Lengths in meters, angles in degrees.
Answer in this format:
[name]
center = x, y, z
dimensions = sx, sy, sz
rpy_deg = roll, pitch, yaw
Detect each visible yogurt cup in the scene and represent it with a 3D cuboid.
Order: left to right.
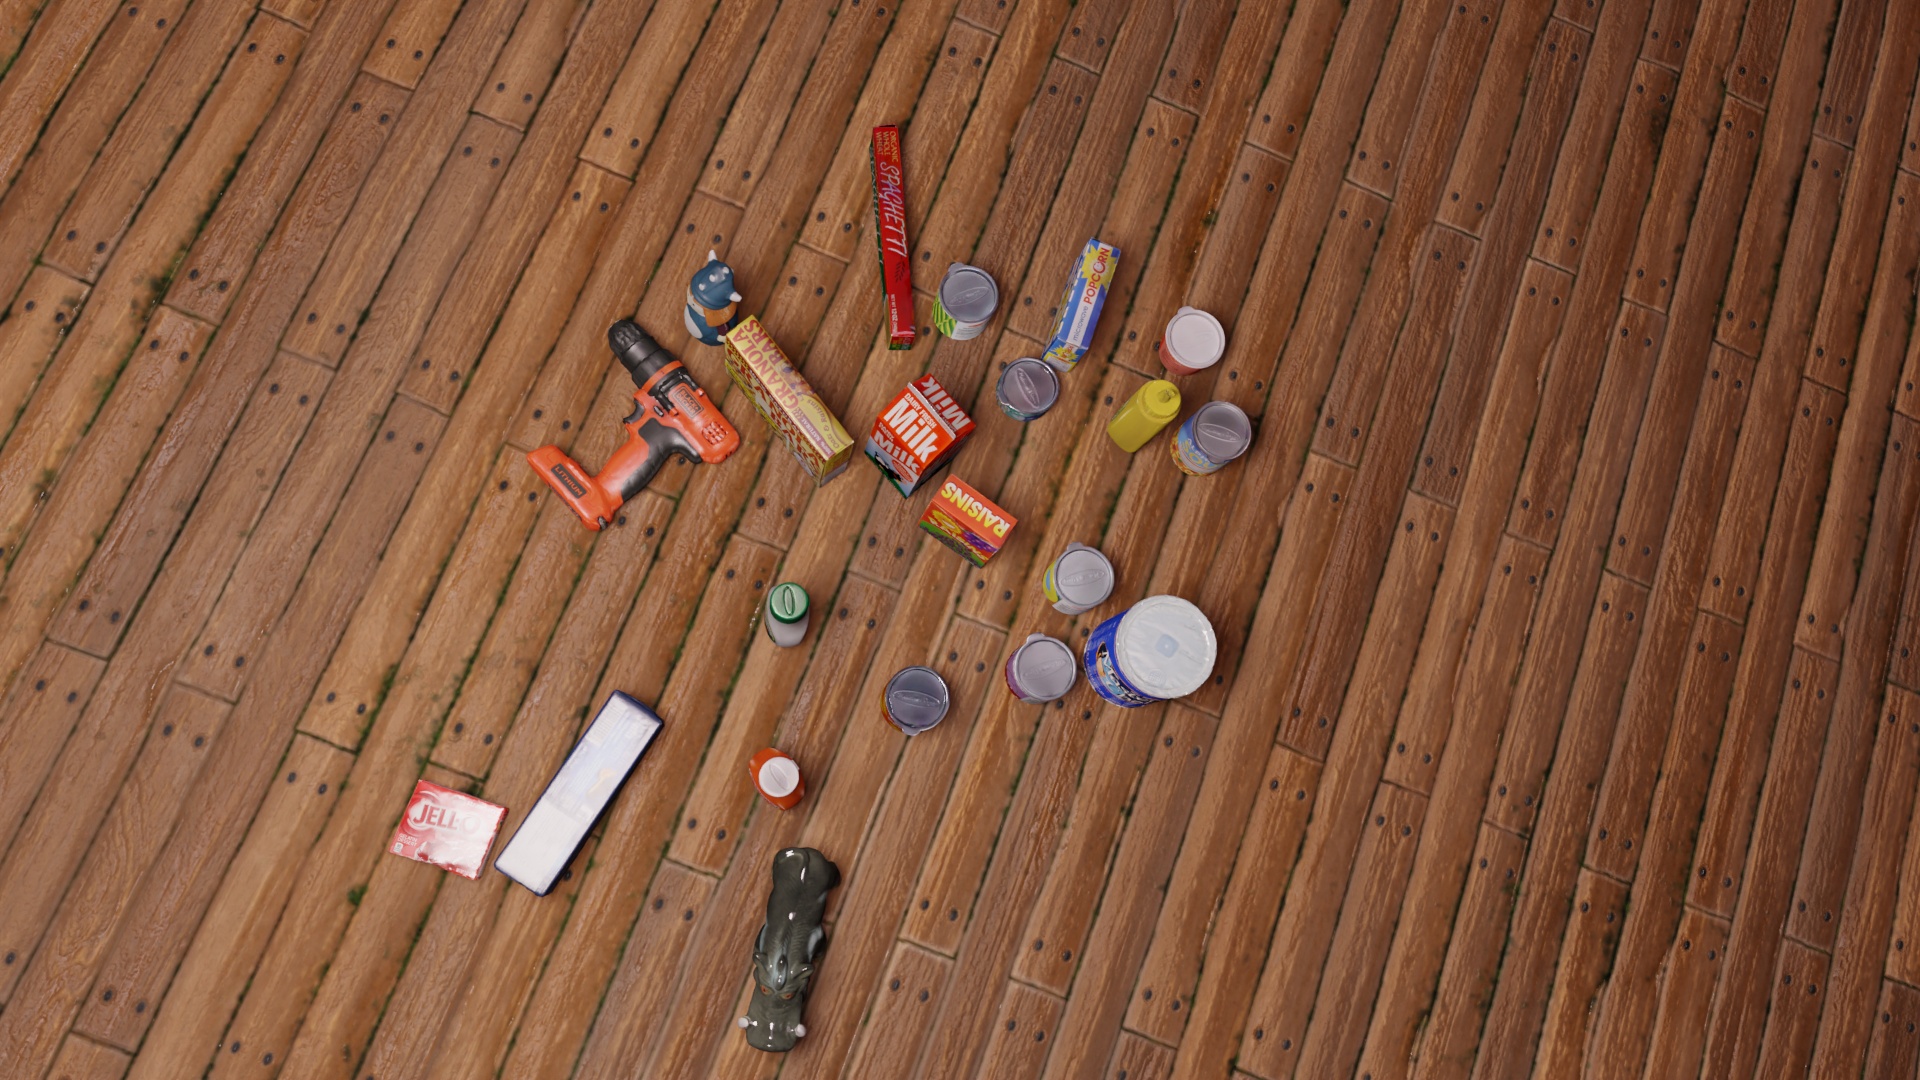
[yogurt cup]
center = 0.256, -0.219, 1.560
dimensions = 0.072, 0.054, 0.072
rpy_deg = 2, 78, -9

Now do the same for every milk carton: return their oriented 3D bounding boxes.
[milk carton]
center = -0.041, -0.109, 1.419
dimensions = 0.073, 0.190, 0.072
rpy_deg = -41, 88, -14

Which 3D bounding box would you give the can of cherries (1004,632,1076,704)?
[can of cherries]
center = 0.083, 0.134, 1.456
dimensions = 0.071, 0.058, 0.071
rpy_deg = 2, 78, -9

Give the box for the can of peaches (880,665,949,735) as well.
[can of peaches]
center = -0.048, 0.167, 1.429
dimensions = 0.071, 0.058, 0.071
rpy_deg = 2, 78, -9

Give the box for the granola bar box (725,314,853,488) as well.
[granola bar box]
center = -0.180, -0.140, 1.437
dimensions = 0.039, 0.124, 0.165
rpy_deg = -38, 87, -14

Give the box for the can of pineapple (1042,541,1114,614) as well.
[can of pineapple]
center = 0.125, 0.042, 1.483
dimensions = 0.071, 0.057, 0.071
rpy_deg = 2, 78, -9

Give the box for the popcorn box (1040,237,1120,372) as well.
[popcorn box]
center = 0.131, -0.258, 1.532
dimensions = 0.038, 0.085, 0.127
rpy_deg = 20, 76, -5

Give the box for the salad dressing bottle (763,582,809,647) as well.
[salad dressing bottle]
center = -0.172, 0.070, 1.383
dimensions = 0.044, 0.147, 0.064
rpy_deg = -5, 80, -10

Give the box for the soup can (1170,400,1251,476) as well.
[soup can]
center = 0.272, -0.108, 1.524
dimensions = 0.071, 0.083, 0.071
rpy_deg = 2, 79, -9

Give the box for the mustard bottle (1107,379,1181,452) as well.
[mustard bottle]
center = 0.202, -0.140, 1.480
dimensions = 0.049, 0.160, 0.065
rpy_deg = 45, 76, 1

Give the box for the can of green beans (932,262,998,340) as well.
[can of green beans]
center = 0.005, -0.260, 1.526
dimensions = 0.071, 0.057, 0.071
rpy_deg = 2, 78, -9

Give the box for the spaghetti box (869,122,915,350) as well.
[spaghetti box]
center = -0.075, -0.335, 1.533
dimensions = 0.029, 0.050, 0.250
rpy_deg = -4, 79, -10

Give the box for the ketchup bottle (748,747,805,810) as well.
[ketchup bottle]
center = -0.177, 0.230, 1.348
dimensions = 0.043, 0.148, 0.065
rpy_deg = -37, 86, -14

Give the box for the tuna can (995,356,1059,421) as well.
[tuna can]
center = 0.071, -0.165, 1.530
dimensions = 0.071, 0.032, 0.071
rpy_deg = 2, 78, -9

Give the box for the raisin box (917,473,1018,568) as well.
[raisin box]
center = 0.005, -0.018, 1.442
dimensions = 0.086, 0.123, 0.040
rpy_deg = 36, 76, -1
